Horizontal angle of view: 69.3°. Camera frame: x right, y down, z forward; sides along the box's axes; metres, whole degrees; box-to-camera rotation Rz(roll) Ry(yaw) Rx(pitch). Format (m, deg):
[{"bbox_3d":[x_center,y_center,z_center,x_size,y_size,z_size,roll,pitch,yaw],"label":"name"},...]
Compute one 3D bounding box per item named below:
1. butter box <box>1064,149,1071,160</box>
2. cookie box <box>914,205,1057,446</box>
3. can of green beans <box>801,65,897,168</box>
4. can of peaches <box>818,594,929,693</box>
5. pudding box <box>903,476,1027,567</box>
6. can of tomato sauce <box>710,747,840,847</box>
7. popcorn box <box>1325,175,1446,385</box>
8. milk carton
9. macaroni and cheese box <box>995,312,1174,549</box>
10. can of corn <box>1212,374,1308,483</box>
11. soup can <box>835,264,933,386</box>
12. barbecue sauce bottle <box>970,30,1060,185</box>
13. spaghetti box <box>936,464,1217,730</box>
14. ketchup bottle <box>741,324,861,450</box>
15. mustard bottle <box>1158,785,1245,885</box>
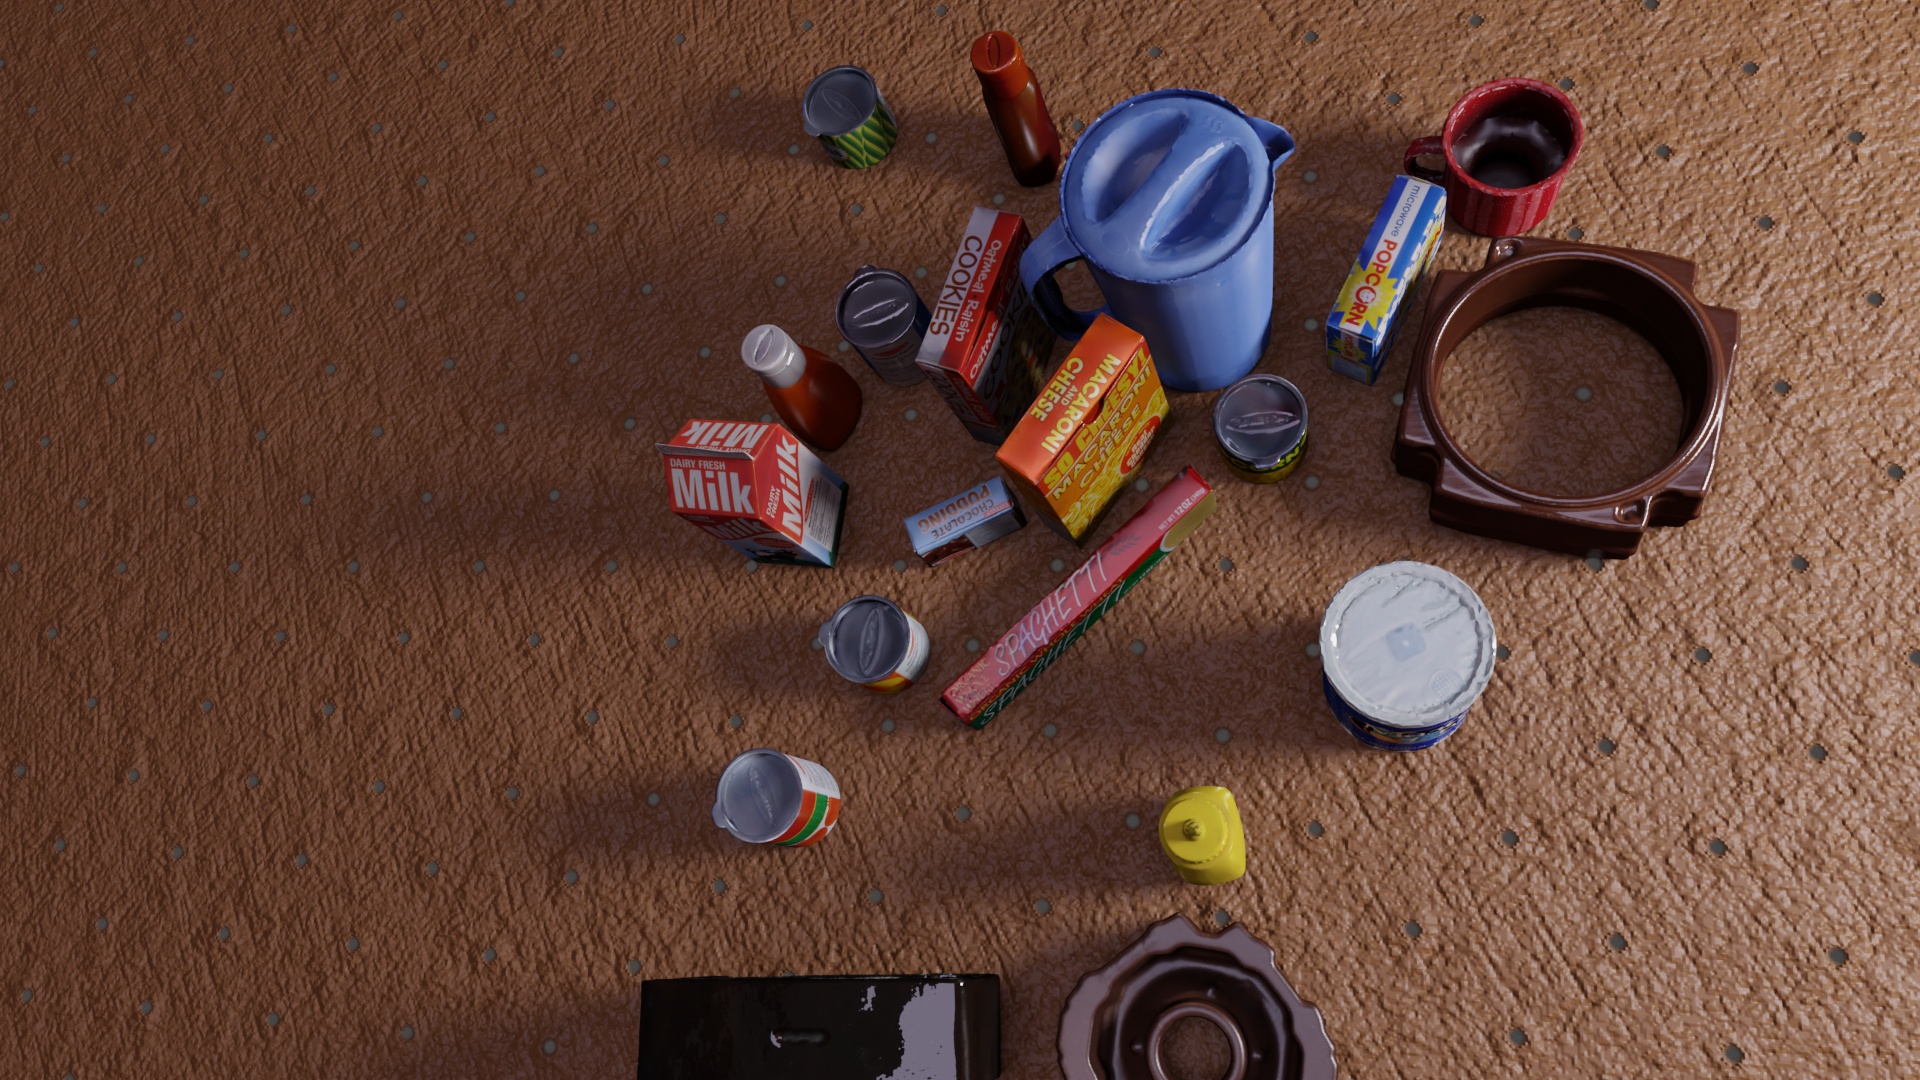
[{"bbox_3d":[0.112,-0.255,1.092,0.024,0.053,0.104,-21,70,9],"label":"butter box"},{"bbox_3d":[0.027,-0.152,1.024,0.040,0.167,0.123,17,80,19],"label":"cookie box"},{"bbox_3d":[-0.093,-0.357,1.173,0.071,0.057,0.071,-4,74,14],"label":"can of green beans"},{"bbox_3d":[-0.064,0.078,1.042,0.071,0.058,0.071,-4,74,14],"label":"can of peaches"},{"bbox_3d":[0.004,-0.013,1.054,0.083,0.049,0.030,-25,70,7],"label":"pudding box"},{"bbox_3d":[-0.133,0.191,1.015,0.071,0.083,0.071,-4,74,14],"label":"can of tomato sauce"},{"bbox_3d":[0.307,-0.187,1.003,0.038,0.085,0.127,24,82,20],"label":"popcorn box"},{"bbox_3d":[-0.152,-0.038,1.028,0.072,0.190,0.073,5,77,16],"label":"milk carton"},{"bbox_3d":[0.093,-0.073,0.984,0.040,0.166,0.124,35,86,21],"label":"macaroni and cheese box"},{"bbox_3d":[0.219,-0.077,1.010,0.071,0.058,0.071,-4,74,14],"label":"can of corn"},{"bbox_3d":[-0.054,-0.169,1.096,0.071,0.083,0.071,-4,74,14],"label":"soup can"},{"bbox_3d":[0.044,-0.339,1.083,0.043,0.148,0.065,-7,73,13],"label":"barbecue sauce bottle"},{"bbox_3d":[0.087,0.044,1.015,0.250,0.050,0.029,-43,69,0],"label":"spaghetti box"},{"bbox_3d":[-0.121,-0.120,1.065,0.043,0.148,0.065,20,81,19],"label":"ketchup bottle"},{"bbox_3d":[0.155,0.188,0.897,0.049,0.160,0.065,-12,72,12],"label":"mustard bottle"}]
